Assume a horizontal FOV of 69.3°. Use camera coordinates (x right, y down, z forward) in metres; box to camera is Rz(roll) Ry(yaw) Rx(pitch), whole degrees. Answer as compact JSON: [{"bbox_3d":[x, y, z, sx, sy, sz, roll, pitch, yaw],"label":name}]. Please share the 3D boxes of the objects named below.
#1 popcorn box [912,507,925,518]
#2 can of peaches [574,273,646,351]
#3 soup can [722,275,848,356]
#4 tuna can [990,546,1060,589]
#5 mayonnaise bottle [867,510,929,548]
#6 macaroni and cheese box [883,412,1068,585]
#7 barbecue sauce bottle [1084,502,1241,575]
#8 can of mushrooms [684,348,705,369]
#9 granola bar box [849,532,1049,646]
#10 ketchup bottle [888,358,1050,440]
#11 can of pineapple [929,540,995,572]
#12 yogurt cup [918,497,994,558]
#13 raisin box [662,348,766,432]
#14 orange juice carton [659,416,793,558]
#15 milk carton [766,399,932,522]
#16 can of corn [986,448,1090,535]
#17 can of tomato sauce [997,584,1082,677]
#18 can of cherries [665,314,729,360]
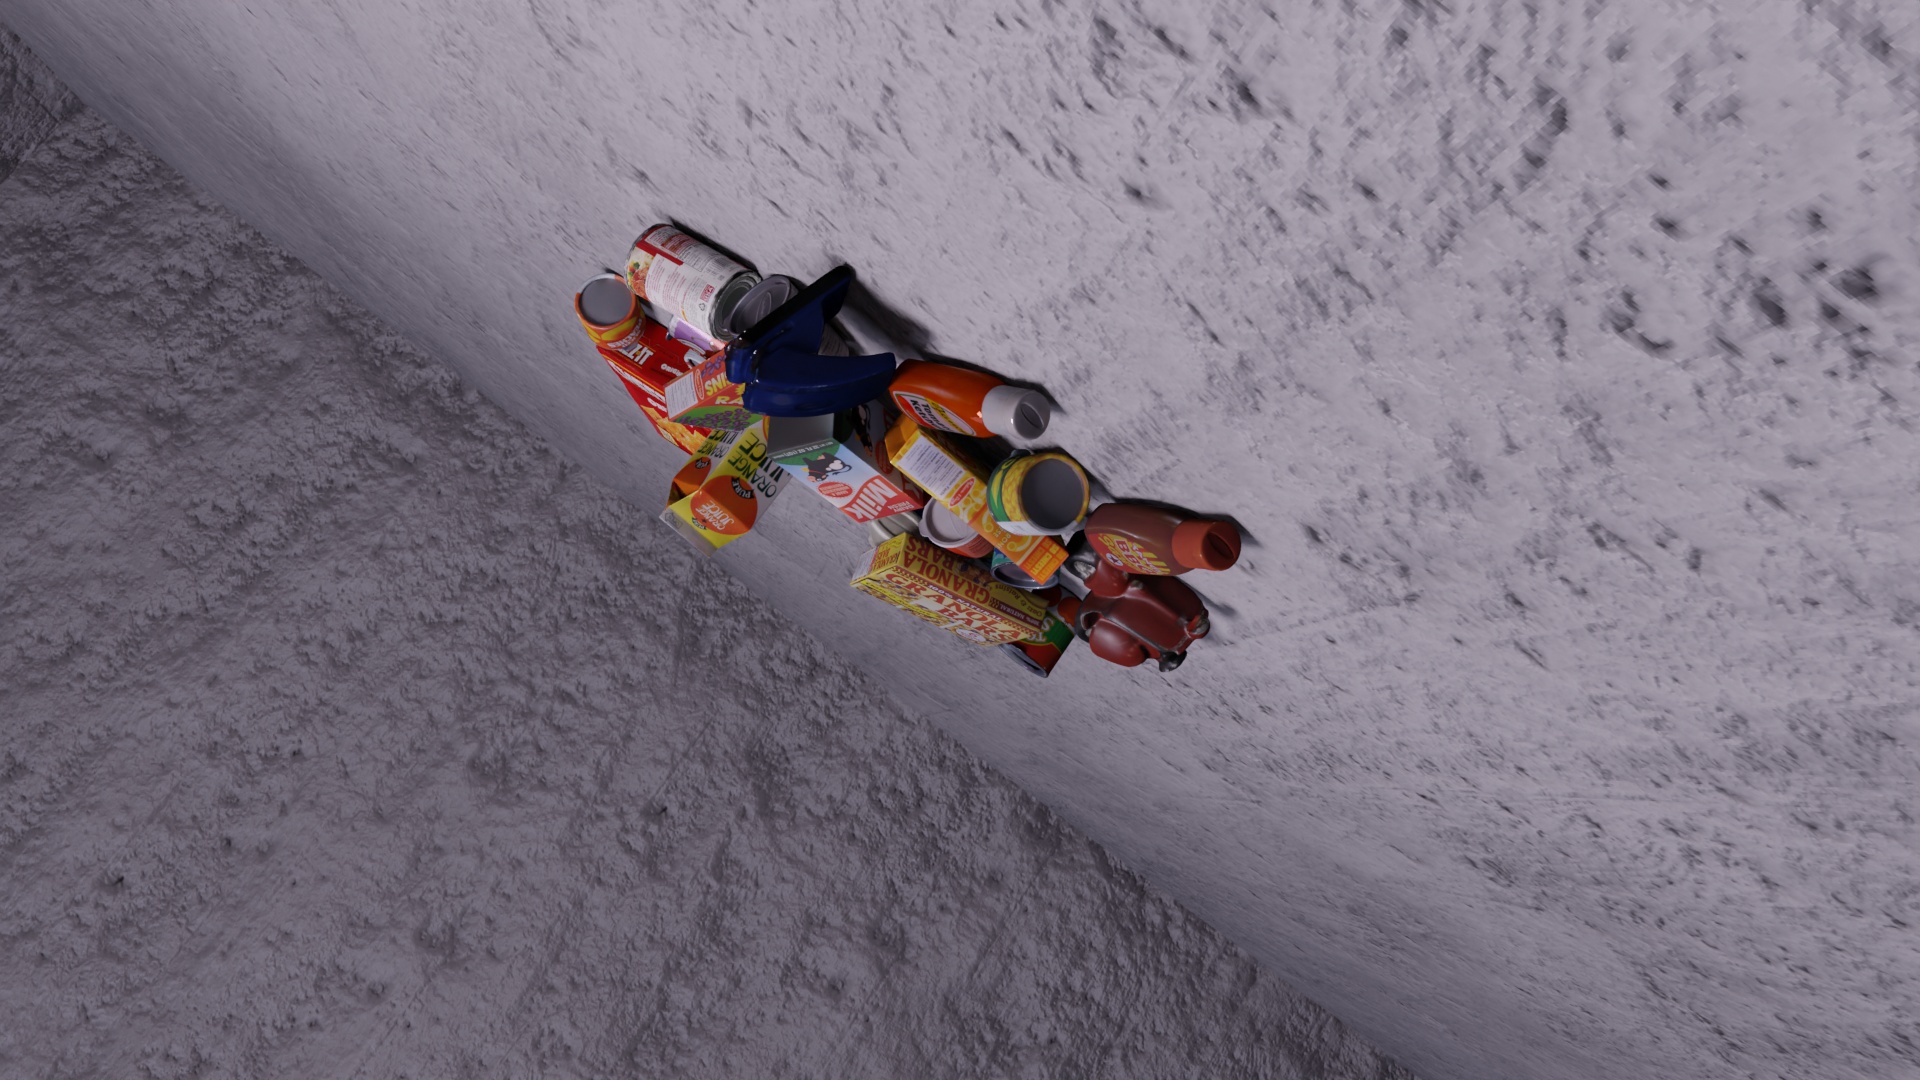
[{"bbox_3d":[-0.088,-0.069,1.444,0.126,0.038,0.085,37,166,-7],"label":"popcorn box"},{"bbox_3d":[-0.375,-0.244,1.494,0.071,0.071,0.058,34,166,7],"label":"can of peaches"},{"bbox_3d":[-0.146,-0.169,1.164,0.071,0.071,0.083,21,161,48],"label":"soup can"},{"bbox_3d":[0.065,0.019,1.323,0.071,0.033,0.070,7,158,3],"label":"tuna can"},{"bbox_3d":[-0.067,-0.002,1.448,0.065,0.041,0.148,34,168,2],"label":"mayonnaise bottle"},{"bbox_3d":[0.012,-0.042,1.189,0.166,0.040,0.124,38,-171,-14],"label":"macaroni and cheese box"},{"bbox_3d":[0.154,0.000,1.050,0.065,0.044,0.148,42,166,-20],"label":"barbecue sauce bottle"},{"bbox_3d":[-0.257,-0.185,1.478,0.071,0.033,0.071,33,166,10],"label":"can of mushrooms"},{"bbox_3d":[-0.013,0.053,1.389,0.165,0.039,0.124,26,159,-19],"label":"granola bar box"},{"bbox_3d":[0.008,-0.104,1.055,0.064,0.043,0.149,42,165,-35],"label":"ketchup bottle"},{"bbox_3d":[-0.002,0.015,1.462,0.058,0.071,0.071,40,166,-15],"label":"can of pineapple"},{"bbox_3d":[0.005,-0.017,1.336,0.072,0.072,0.054,28,172,32],"label":"yogurt cup"},{"bbox_3d":[-0.196,-0.140,1.258,0.123,0.040,0.086,-23,161,34],"label":"raisin box"},{"bbox_3d":[-0.219,-0.077,1.404,0.071,0.193,0.073,45,163,-31],"label":"orange juice carton"},{"bbox_3d":[-0.090,-0.075,1.262,0.072,0.074,0.190,-12,151,26],"label":"milk carton"},{"bbox_3d":[0.062,-0.039,1.106,0.071,0.071,0.058,40,165,-18],"label":"can of corn"},{"bbox_3d":[0.086,0.091,1.461,0.071,0.083,0.071,34,167,9],"label":"can of tomato sauce"},{"bbox_3d":[-0.226,-0.196,1.269,0.058,0.071,0.071,35,167,1],"label":"can of cherries"}]
